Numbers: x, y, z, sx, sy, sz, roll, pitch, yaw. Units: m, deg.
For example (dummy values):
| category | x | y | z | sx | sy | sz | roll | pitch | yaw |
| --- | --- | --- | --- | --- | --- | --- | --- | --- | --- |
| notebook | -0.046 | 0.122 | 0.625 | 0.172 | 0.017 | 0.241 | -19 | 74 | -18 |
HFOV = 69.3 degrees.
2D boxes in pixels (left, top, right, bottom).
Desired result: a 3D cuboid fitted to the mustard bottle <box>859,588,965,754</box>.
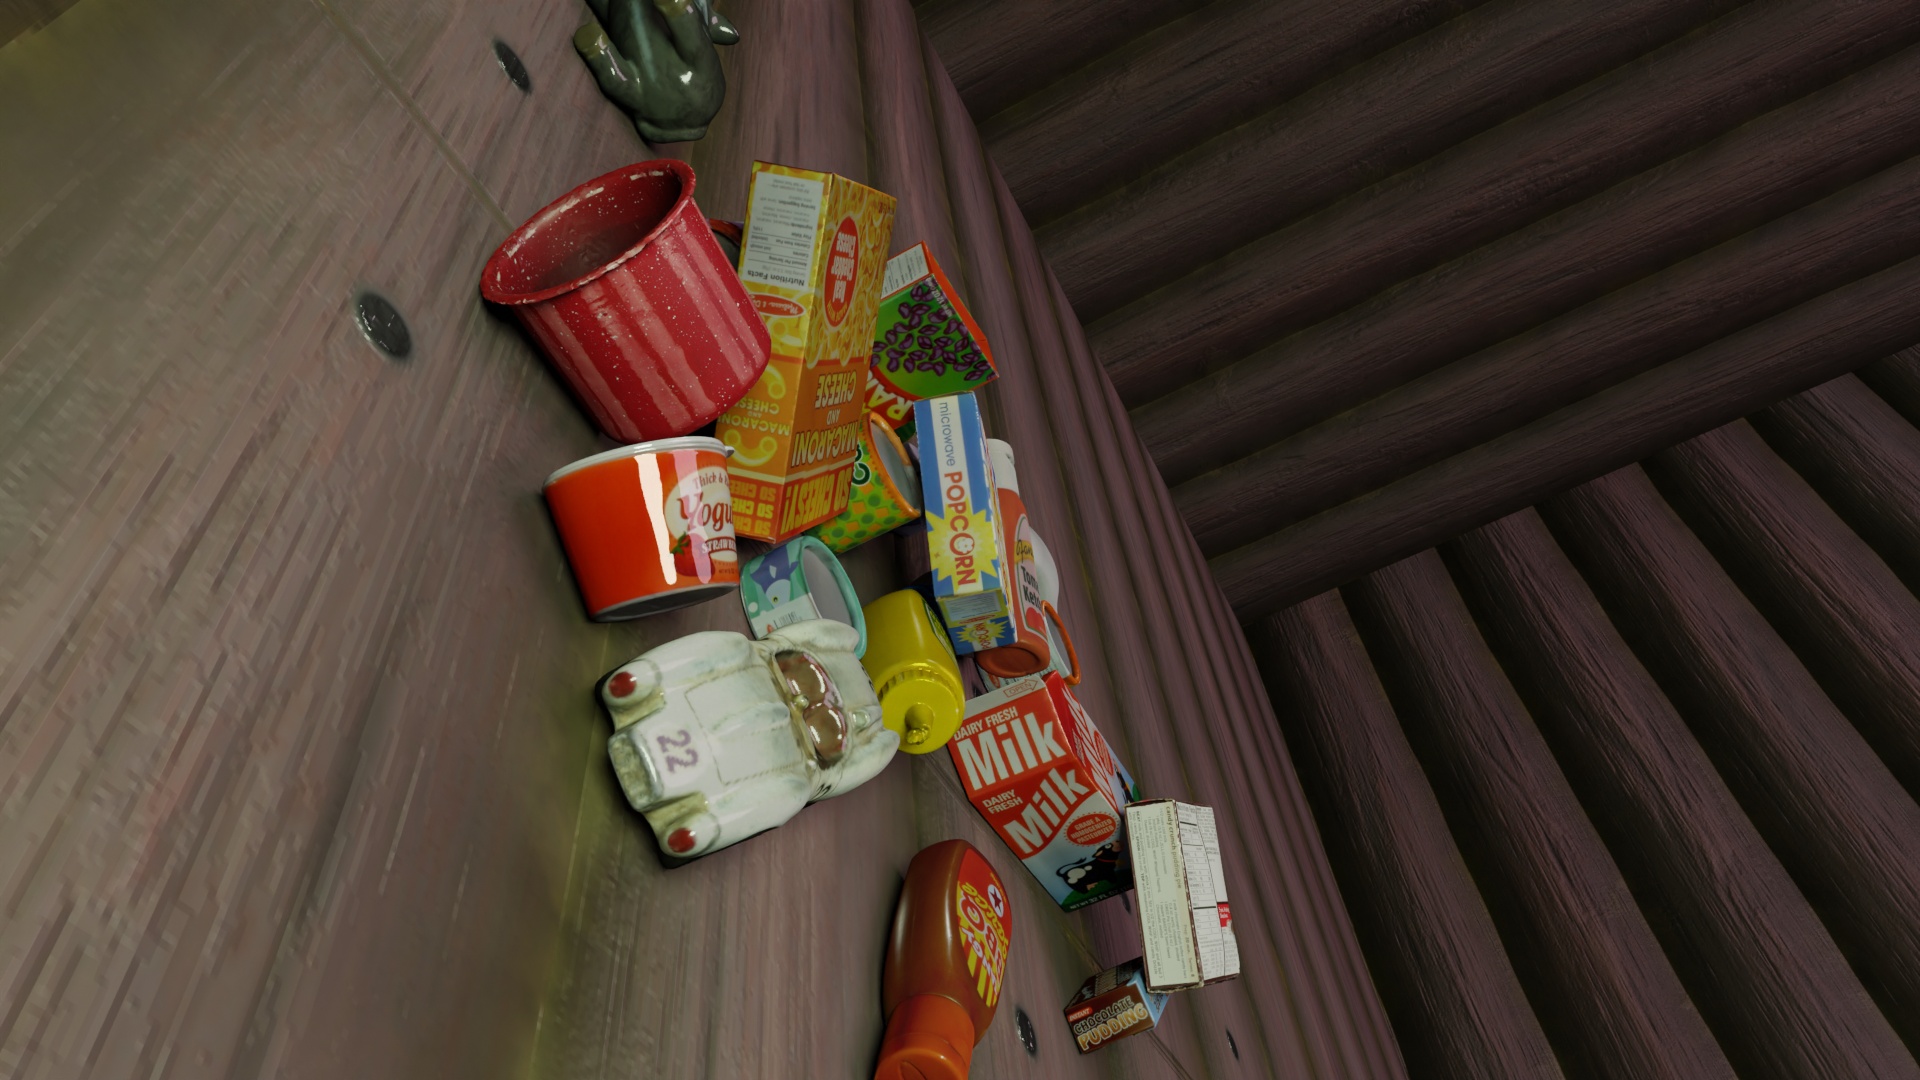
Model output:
| category | x | y | z | sx | sy | sz | roll | pitch | yaw |
| --- | --- | --- | --- | --- | --- | --- | --- | --- | --- |
| mustard bottle | -0.024 | 0.072 | 0.694 | 0.065 | 0.049 | 0.160 | 64 | 0 | -15 |

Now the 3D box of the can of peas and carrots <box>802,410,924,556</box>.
| category | x | y | z | sx | sy | sz | roll | pitch | yaw |
| --- | --- | --- | --- | --- | --- | --- | --- | --- | --- |
| can of peas and carrots | -0.061 | -0.033 | 0.774 | 0.070 | 0.058 | 0.071 | 60 | 13 | -24 |

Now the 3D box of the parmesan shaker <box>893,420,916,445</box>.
| category | x | y | z | sx | sy | sz | roll | pitch | yaw |
| --- | --- | --- | --- | --- | --- | --- | --- | --- | --- |
| parmesan shaker | -0.072 | -0.109 | 0.865 | 0.102 | 0.071 | 0.071 | 51 | 19 | -45 |

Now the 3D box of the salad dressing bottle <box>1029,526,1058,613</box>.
| category | x | y | z | sx | sy | sz | roll | pitch | yaw |
| --- | --- | --- | --- | --- | --- | --- | --- | --- | --- |
| salad dressing bottle | 0.053 | 0.053 | 1.077 | 0.044 | 0.064 | 0.147 | -66 | 142 | -49 |

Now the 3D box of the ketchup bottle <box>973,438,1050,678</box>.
| category | x | y | z | sx | sy | sz | roll | pitch | yaw |
| --- | --- | --- | --- | --- | --- | --- | --- | --- | --- |
| ketchup bottle | 0.023 | 0.008 | 0.868 | 0.064 | 0.043 | 0.149 | 51 | 28 | -58 |

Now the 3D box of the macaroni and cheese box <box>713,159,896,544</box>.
| category | x | y | z | sx | sy | sz | roll | pitch | yaw |
| --- | --- | --- | --- | --- | --- | --- | --- | --- | --- |
| macaroni and cheese box | -0.076 | -0.091 | 0.673 | 0.124 | 0.040 | 0.166 | -35 | 136 | -77 |

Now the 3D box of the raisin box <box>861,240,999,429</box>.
| category | x | y | z | sx | sy | sz | roll | pitch | yaw |
| --- | --- | --- | --- | --- | --- | --- | --- | --- | --- |
| raisin box | -0.053 | -0.103 | 0.794 | 0.086 | 0.123 | 0.040 | 53 | 16 | -44 |

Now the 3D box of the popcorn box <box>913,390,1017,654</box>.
| category | x | y | z | sx | sy | sz | roll | pitch | yaw |
| --- | --- | --- | --- | --- | --- | --- | --- | --- | --- |
| popcorn box | 0.003 | -0.010 | 0.792 | 0.085 | 0.038 | 0.127 | 74 | 8 | -64 |

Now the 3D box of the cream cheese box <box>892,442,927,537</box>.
| category | x | y | z | sx | sy | sz | roll | pitch | yaw |
| --- | --- | --- | --- | --- | --- | --- | --- | --- | --- |
| cream cheese box | -0.033 | -0.030 | 0.893 | 0.024 | 0.053 | 0.103 | 67 | 13 | 17 |

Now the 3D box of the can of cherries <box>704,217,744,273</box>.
| category | x | y | z | sx | sy | sz | roll | pitch | yaw |
| --- | --- | --- | --- | --- | --- | --- | --- | --- | --- |
| can of cherries | -0.119 | -0.125 | 0.693 | 0.071 | 0.071 | 0.058 | 64 | 13 | -4 |

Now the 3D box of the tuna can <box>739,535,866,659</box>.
| category | x | y | z | sx | sy | sz | roll | pitch | yaw |
| --- | --- | --- | --- | --- | --- | --- | --- | --- | --- |
| tuna can | -0.074 | 0.032 | 0.665 | 0.071 | 0.033 | 0.071 | 59 | 15 | -26 |

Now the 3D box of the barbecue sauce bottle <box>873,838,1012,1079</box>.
| category | x | y | z | sx | sy | sz | roll | pitch | yaw |
| --- | --- | --- | --- | --- | --- | --- | --- | --- | --- |
| barbecue sauce bottle | -0.008 | 0.193 | 0.609 | 0.064 | 0.043 | 0.149 | 64 | 13 | -12 |

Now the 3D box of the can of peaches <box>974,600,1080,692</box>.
| category | x | y | z | sx | sy | sz | roll | pitch | yaw |
| --- | --- | --- | --- | --- | --- | --- | --- | --- | --- |
| can of peaches | 0.048 | 0.083 | 0.998 | 0.071 | 0.058 | 0.071 | 59 | 15 | -25 |

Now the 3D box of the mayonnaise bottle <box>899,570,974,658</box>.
| category | x | y | z | sx | sy | sz | roll | pitch | yaw |
| --- | --- | --- | --- | --- | --- | --- | --- | --- | --- |
| mayonnaise bottle | -0.007 | 0.046 | 0.891 | 0.148 | 0.041 | 0.065 | 5 | 64 | -73 |

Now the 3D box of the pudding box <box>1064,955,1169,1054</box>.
| category | x | y | z | sx | sy | sz | roll | pitch | yaw |
| --- | --- | --- | --- | --- | --- | --- | --- | --- | --- |
| pudding box | 0.098 | 0.283 | 0.853 | 0.030 | 0.049 | 0.084 | 66 | 13 | 10 |

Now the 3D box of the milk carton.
| category | x | y | z | sx | sy | sz | roll | pitch | yaw |
| --- | --- | --- | --- | --- | --- | --- | --- | --- | --- |
| milk carton | 0.055 | 0.150 | 0.874 | 0.190 | 0.072 | 0.074 | 54 | 17 | -39 |

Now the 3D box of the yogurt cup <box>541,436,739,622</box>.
| category | x | y | z | sx | sy | sz | roll | pitch | yaw |
| --- | --- | --- | --- | --- | --- | --- | --- | --- | --- |
| yogurt cup | -0.113 | -0.003 | 0.507 | 0.072 | 0.072 | 0.054 | 11 | 64 | -75 |
